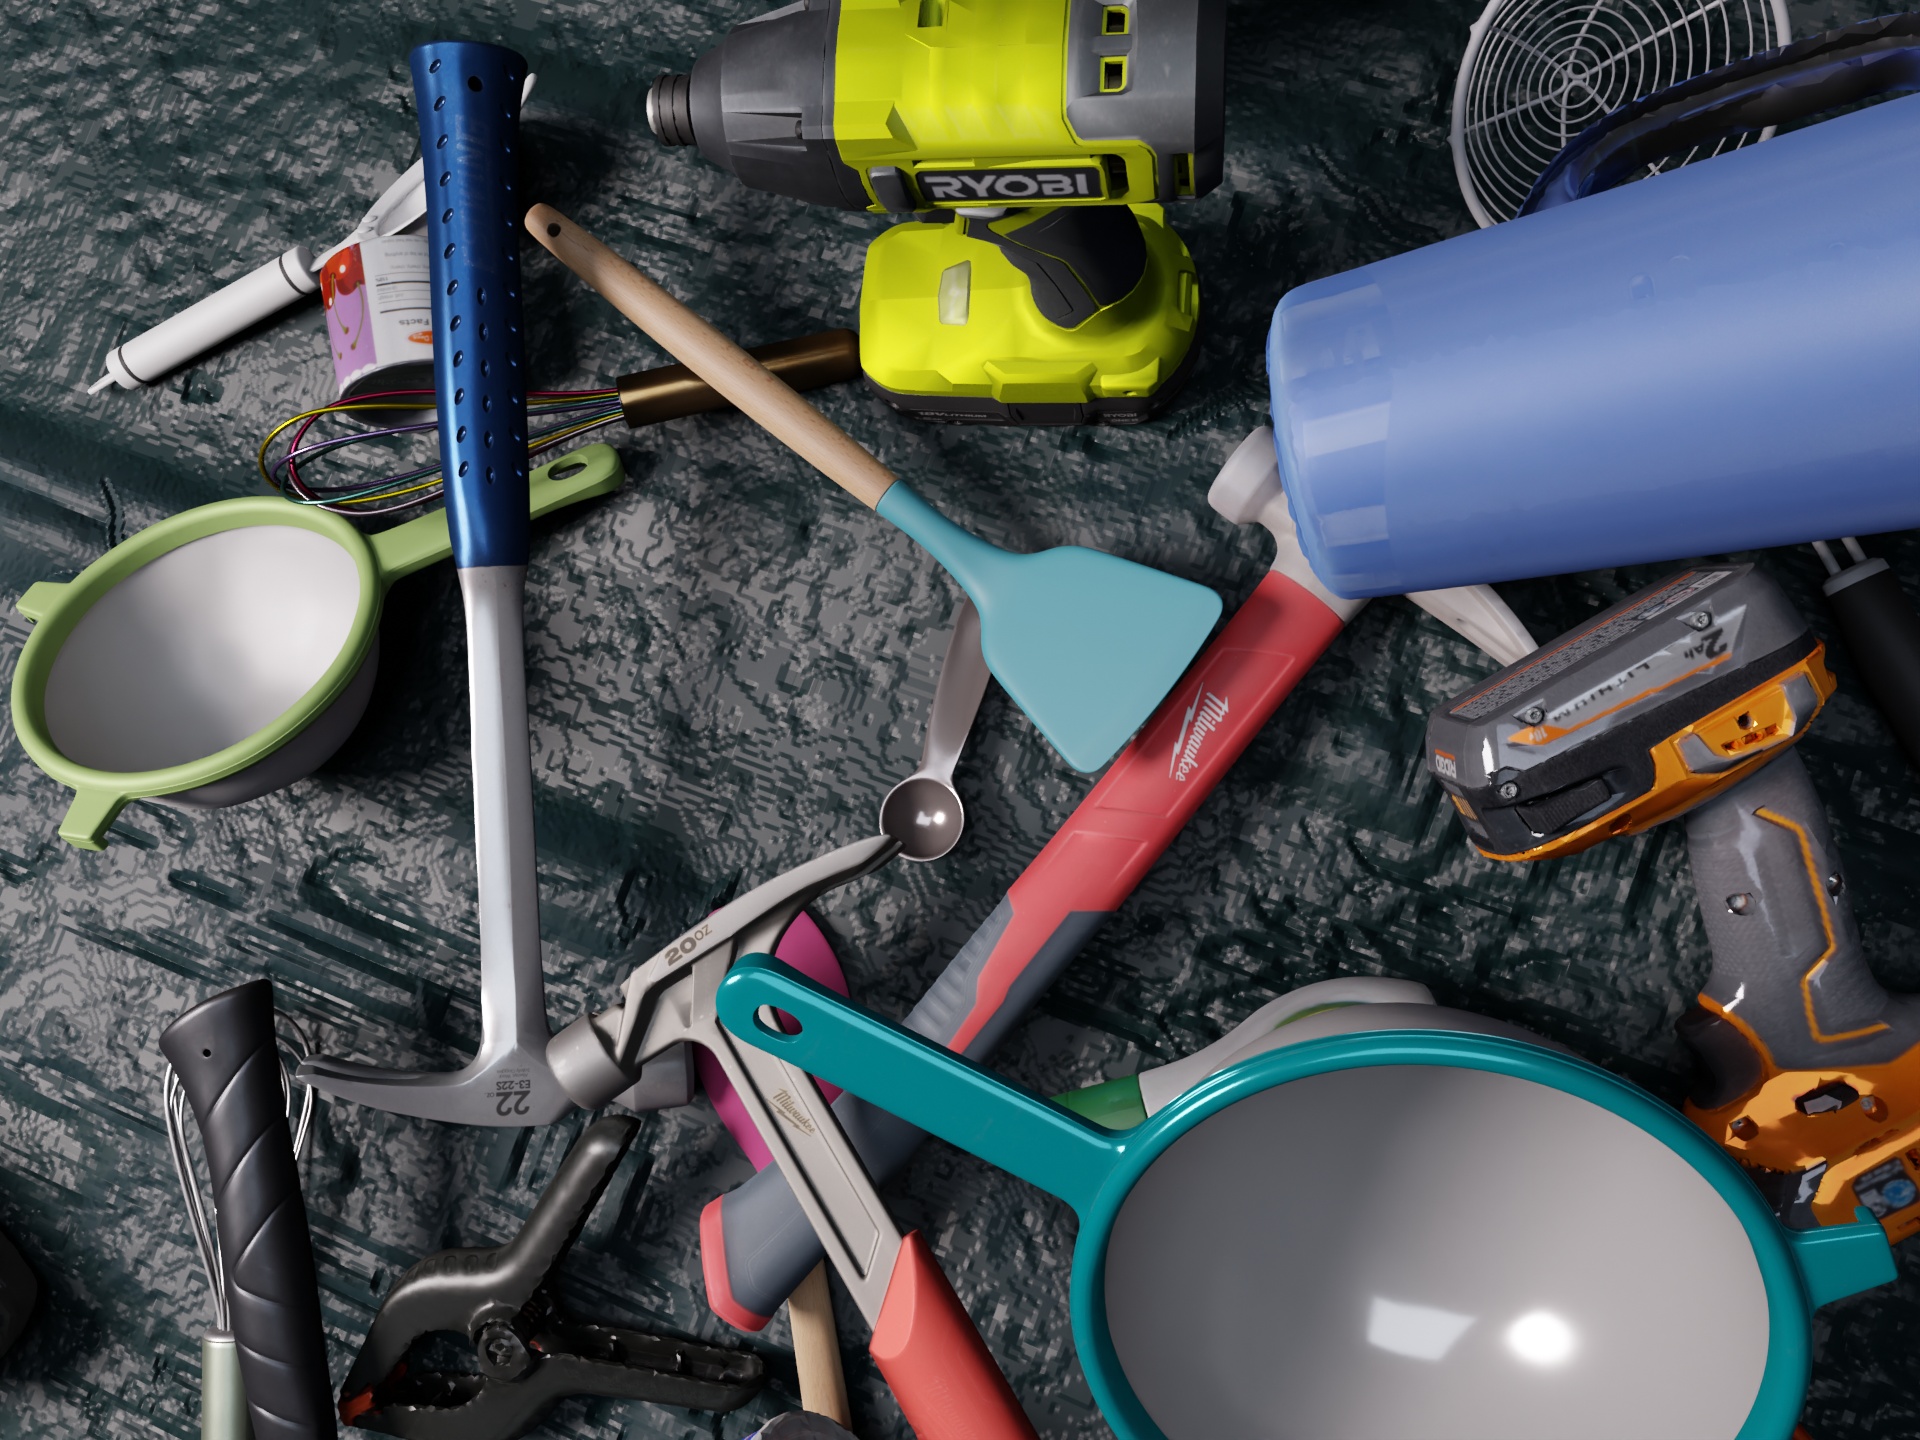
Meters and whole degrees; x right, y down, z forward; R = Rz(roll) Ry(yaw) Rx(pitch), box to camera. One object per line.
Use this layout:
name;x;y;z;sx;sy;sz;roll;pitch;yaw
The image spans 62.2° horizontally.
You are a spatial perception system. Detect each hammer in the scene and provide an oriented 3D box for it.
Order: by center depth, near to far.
hammer;0.004;0.220;0.537;0.149;0.036;0.359;-33;77;2
hammer;0.049;0.078;0.595;0.143;0.038;0.386;39;87;11
hammer;-0.242;0.302;0.600;0.149;0.036;0.409;-10;89;8
hammer;-0.183;-0.047;0.602;0.144;0.035;0.405;-3;92;-17

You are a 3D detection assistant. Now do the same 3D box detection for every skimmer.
skimmer;0.293;-0.109;0.558;0.127;0.090;0.363;-25;79;6

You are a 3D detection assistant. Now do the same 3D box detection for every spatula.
spatula;-0.048;-0.106;0.610;0.317;0.044;0.082;38;91;6

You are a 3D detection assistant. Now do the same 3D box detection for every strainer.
strainer;0.088;0.141;0.512;0.340;0.095;0.211;26;115;3
strainer;-0.253;-0.040;0.666;0.256;0.069;0.152;-27;54;-12
strainer;-0.280;-0.200;0.697;0.258;0.050;0.087;-23;39;13

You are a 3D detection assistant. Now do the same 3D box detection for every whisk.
whisk;-0.159;-0.125;0.642;0.245;0.051;0.047;-14;118;-6
whisk;-0.292;0.238;0.643;0.058;0.059;0.246;-5;85;46

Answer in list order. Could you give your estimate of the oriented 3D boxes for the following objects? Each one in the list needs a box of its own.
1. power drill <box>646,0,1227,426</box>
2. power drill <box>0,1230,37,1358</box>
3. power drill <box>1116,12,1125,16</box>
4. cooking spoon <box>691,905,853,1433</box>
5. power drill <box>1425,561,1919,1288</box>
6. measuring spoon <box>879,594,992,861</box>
power drill;0.005;-0.173;0.549;0.171;0.223;0.080;2;83;10
power drill;-0.519;0.276;0.660;0.191;0.080;0.228;44;94;12
power drill;0.085;-0.294;0.600;0.219;0.143;0.078;-29;83;-1
cooking spoon;-0.057;0.227;0.613;0.069;0.017;0.319;-12;80;9
power drill;0.250;0.080;0.534;0.164;0.084;0.226;-31;92;5
measuring spoon;-0.001;-0.002;0.638;0.034;0.018;0.124;14;79;13
